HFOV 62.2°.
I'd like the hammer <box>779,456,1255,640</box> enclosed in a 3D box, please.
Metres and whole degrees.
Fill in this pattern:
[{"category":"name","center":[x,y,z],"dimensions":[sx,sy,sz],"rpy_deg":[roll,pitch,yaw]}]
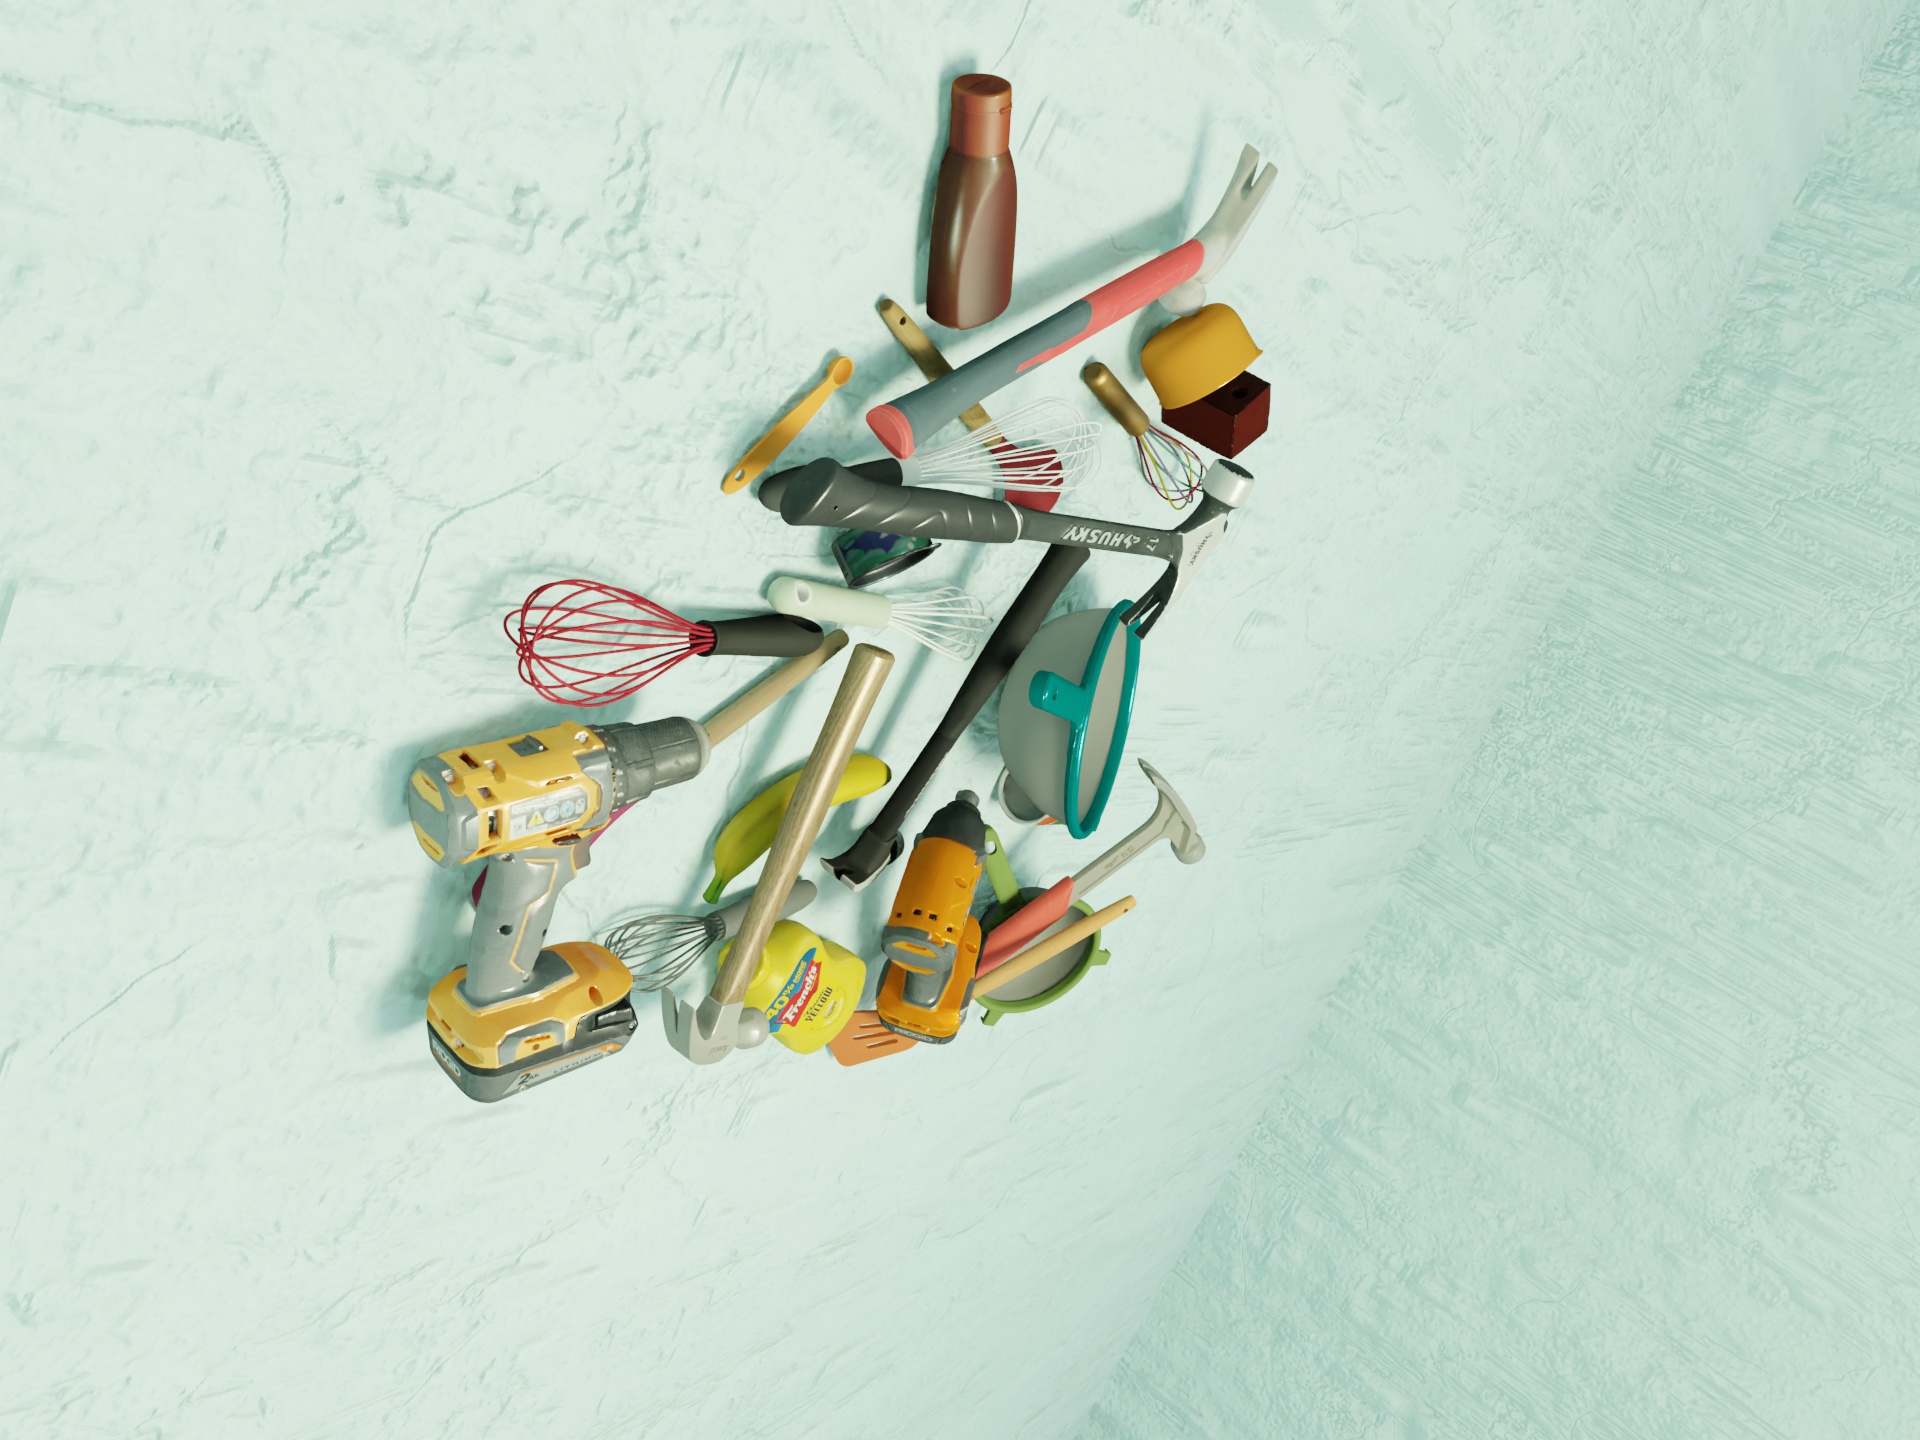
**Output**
[{"category":"hammer","center":[0.044,-0.130,1.087],"dimensions":[0.408,0.036,0.149],"rpy_deg":[0,127,-45]}]

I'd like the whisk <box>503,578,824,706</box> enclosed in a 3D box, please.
[{"category":"whisk","center":[-0.170,-0.049,0.980],"dimensions":[0.295,0.073,0.073],"rpy_deg":[-8,127,-62]}]

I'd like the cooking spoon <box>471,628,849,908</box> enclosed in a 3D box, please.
[{"category":"cooking spoon","center":[-0.192,0.028,1.066],"dimensions":[0.319,0.017,0.068],"rpy_deg":[-39,148,-28]}]

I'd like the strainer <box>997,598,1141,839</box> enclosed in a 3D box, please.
[{"category":"strainer","center":[0.069,-0.015,1.317],"dimensions":[0.340,0.095,0.211],"rpy_deg":[19,84,-73]}]

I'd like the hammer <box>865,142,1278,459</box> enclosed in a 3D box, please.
[{"category":"hammer","center":[0.081,-0.282,1.093],"dimensions":[0.386,0.038,0.143],"rpy_deg":[-37,167,-37]}]

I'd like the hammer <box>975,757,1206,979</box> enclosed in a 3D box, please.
[{"category":"hammer","center":[0.069,0.185,1.528],"dimensions":[0.359,0.037,0.149],"rpy_deg":[-37,134,1]}]

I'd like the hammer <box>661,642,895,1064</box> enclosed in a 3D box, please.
[{"category":"hammer","center":[-0.126,0.099,1.140],"dimensions":[0.130,0.031,0.331],"rpy_deg":[5,111,-65]}]

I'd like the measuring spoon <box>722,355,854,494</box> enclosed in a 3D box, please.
[{"category":"measuring spoon","center":[-0.109,-0.184,0.987],"dimensions":[0.117,0.011,0.021],"rpy_deg":[-48,152,-9]}]

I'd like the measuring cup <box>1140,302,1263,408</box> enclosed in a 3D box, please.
[{"category":"measuring cup","center":[0.199,-0.316,1.297],"dimensions":[0.052,0.095,0.174],"rpy_deg":[55,34,-20]}]

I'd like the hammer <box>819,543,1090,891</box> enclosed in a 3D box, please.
[{"category":"hammer","center":[-0.002,-0.004,1.234],"dimensions":[0.334,0.035,0.146],"rpy_deg":[-56,172,17]}]

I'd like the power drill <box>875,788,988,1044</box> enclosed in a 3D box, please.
[{"category":"power drill","center":[-0.018,0.171,1.382],"dimensions":[0.226,0.084,0.164],"rpy_deg":[95,12,-57]}]

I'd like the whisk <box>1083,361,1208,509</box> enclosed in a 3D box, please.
[{"category":"whisk","center":[0.156,-0.234,1.327],"dimensions":[0.047,0.051,0.244],"rpy_deg":[-52,150,5]}]

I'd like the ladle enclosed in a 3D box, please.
[{"category":"ladle","center":[0.013,-0.214,1.135],"dimensions":[0.069,0.031,0.315],"rpy_deg":[-56,151,-2]}]

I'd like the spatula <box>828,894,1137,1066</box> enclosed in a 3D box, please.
[{"category":"spatula","center":[0.025,0.240,1.506],"dimensions":[0.322,0.041,0.080],"rpy_deg":[-27,132,-15]}]

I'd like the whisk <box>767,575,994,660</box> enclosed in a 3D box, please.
[{"category":"whisk","center":[-0.055,-0.078,1.153],"dimensions":[0.246,0.059,0.058],"rpy_deg":[5,78,-56]}]

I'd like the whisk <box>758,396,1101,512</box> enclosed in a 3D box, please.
[{"category":"whisk","center":[-0.012,-0.171,1.074],"dimensions":[0.284,0.070,0.070],"rpy_deg":[-17,134,-35]}]

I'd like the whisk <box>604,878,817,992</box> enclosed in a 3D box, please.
[{"category":"whisk","center":[-0.181,0.153,1.192],"dimensions":[0.239,0.055,0.055],"rpy_deg":[-16,133,-58]}]

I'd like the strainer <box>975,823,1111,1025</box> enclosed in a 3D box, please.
[{"category":"strainer","center":[0.048,0.183,1.590],"dimensions":[0.151,0.069,0.256],"rpy_deg":[-28,128,-7]}]

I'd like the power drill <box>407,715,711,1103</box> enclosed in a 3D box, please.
[{"category":"power drill","center":[-0.241,0.103,0.976],"dimensions":[0.185,0.084,0.226],"rpy_deg":[-17,126,-40]}]
